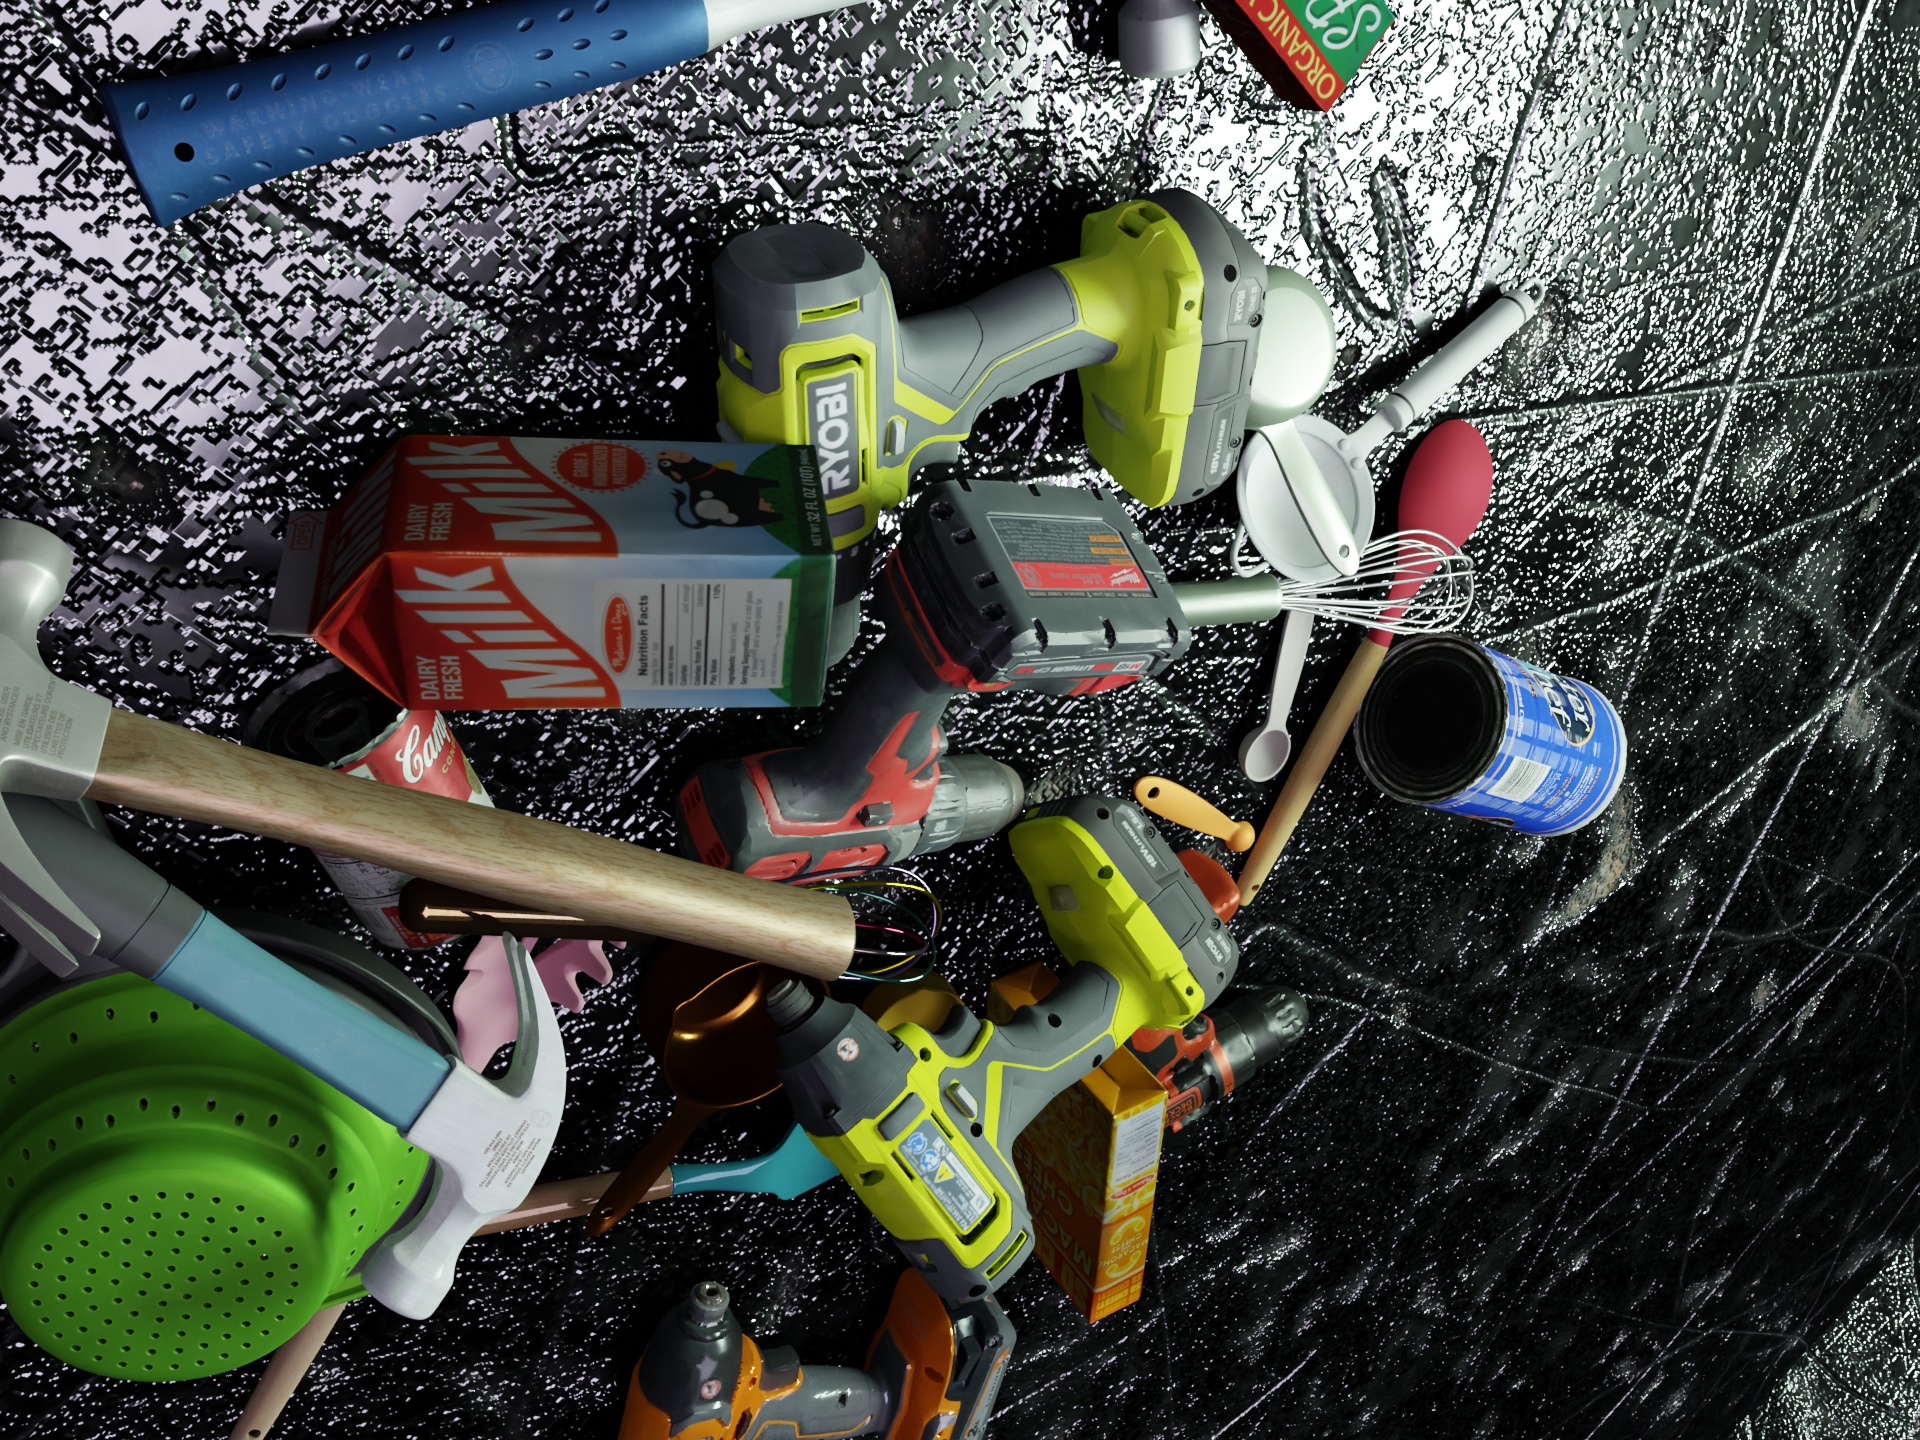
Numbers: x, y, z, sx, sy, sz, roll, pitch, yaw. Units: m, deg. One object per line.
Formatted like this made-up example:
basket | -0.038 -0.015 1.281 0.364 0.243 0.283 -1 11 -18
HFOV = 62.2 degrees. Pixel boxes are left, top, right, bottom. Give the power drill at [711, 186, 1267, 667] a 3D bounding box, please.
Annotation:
power drill | 0.008 -0.124 0.674 0.228 0.080 0.190 -19 135 -22

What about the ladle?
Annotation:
ladle | 0.231 -0.024 0.932 0.069 0.031 0.315 9 114 -34

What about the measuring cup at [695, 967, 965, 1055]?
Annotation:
measuring cup | -0.073 0.164 0.844 0.156 0.029 0.062 -5 121 -19

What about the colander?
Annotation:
colander | -0.306 0.110 0.565 0.204 0.095 0.396 -14 121 -8

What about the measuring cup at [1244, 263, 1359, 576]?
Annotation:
measuring cup | 0.163 -0.139 0.760 0.083 0.038 0.167 -37 110 -16

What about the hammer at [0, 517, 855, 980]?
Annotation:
hammer | -0.175 0.044 0.546 0.331 0.130 0.031 21 140 -35

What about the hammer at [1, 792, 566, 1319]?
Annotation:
hammer | -0.269 0.067 0.519 0.330 0.033 0.128 42 74 -26

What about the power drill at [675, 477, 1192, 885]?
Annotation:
power drill | -0.001 -0.002 0.701 0.187 0.080 0.226 -4 149 -42

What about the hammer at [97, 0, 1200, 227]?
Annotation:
hammer | -0.083 -0.255 0.553 0.405 0.035 0.144 -25 130 -21

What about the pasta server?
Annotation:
pasta server | -0.247 0.201 0.712 0.060 0.040 0.316 29 95 -27

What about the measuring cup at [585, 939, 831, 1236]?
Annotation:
measuring cup | -0.138 0.171 0.778 0.095 0.052 0.173 31 99 -43

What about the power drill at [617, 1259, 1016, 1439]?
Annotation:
power drill | -0.085 0.381 0.931 0.226 0.084 0.164 0 117 -31

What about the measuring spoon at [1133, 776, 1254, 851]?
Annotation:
measuring spoon | 0.138 0.056 0.926 0.116 0.011 0.021 26 101 -43

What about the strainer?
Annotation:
strainer | 0.221 -0.155 0.831 0.258 0.050 0.086 -40 104 -15

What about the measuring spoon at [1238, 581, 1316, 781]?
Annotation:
measuring spoon | 0.180 -0.025 0.907 0.034 0.018 0.124 -3 112 -34

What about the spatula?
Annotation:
spatula | -0.177 0.233 0.810 0.317 0.044 0.082 -2 120 -29

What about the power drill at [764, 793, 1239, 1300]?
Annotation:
power drill | 0.021 0.143 0.783 0.223 0.080 0.171 -41 102 -29

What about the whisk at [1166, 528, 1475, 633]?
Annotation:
whisk | 0.169 -0.067 0.835 0.246 0.058 0.059 -6 79 -22

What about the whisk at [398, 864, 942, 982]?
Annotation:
whisk | -0.108 0.086 0.659 0.244 0.051 0.047 8 147 -36
